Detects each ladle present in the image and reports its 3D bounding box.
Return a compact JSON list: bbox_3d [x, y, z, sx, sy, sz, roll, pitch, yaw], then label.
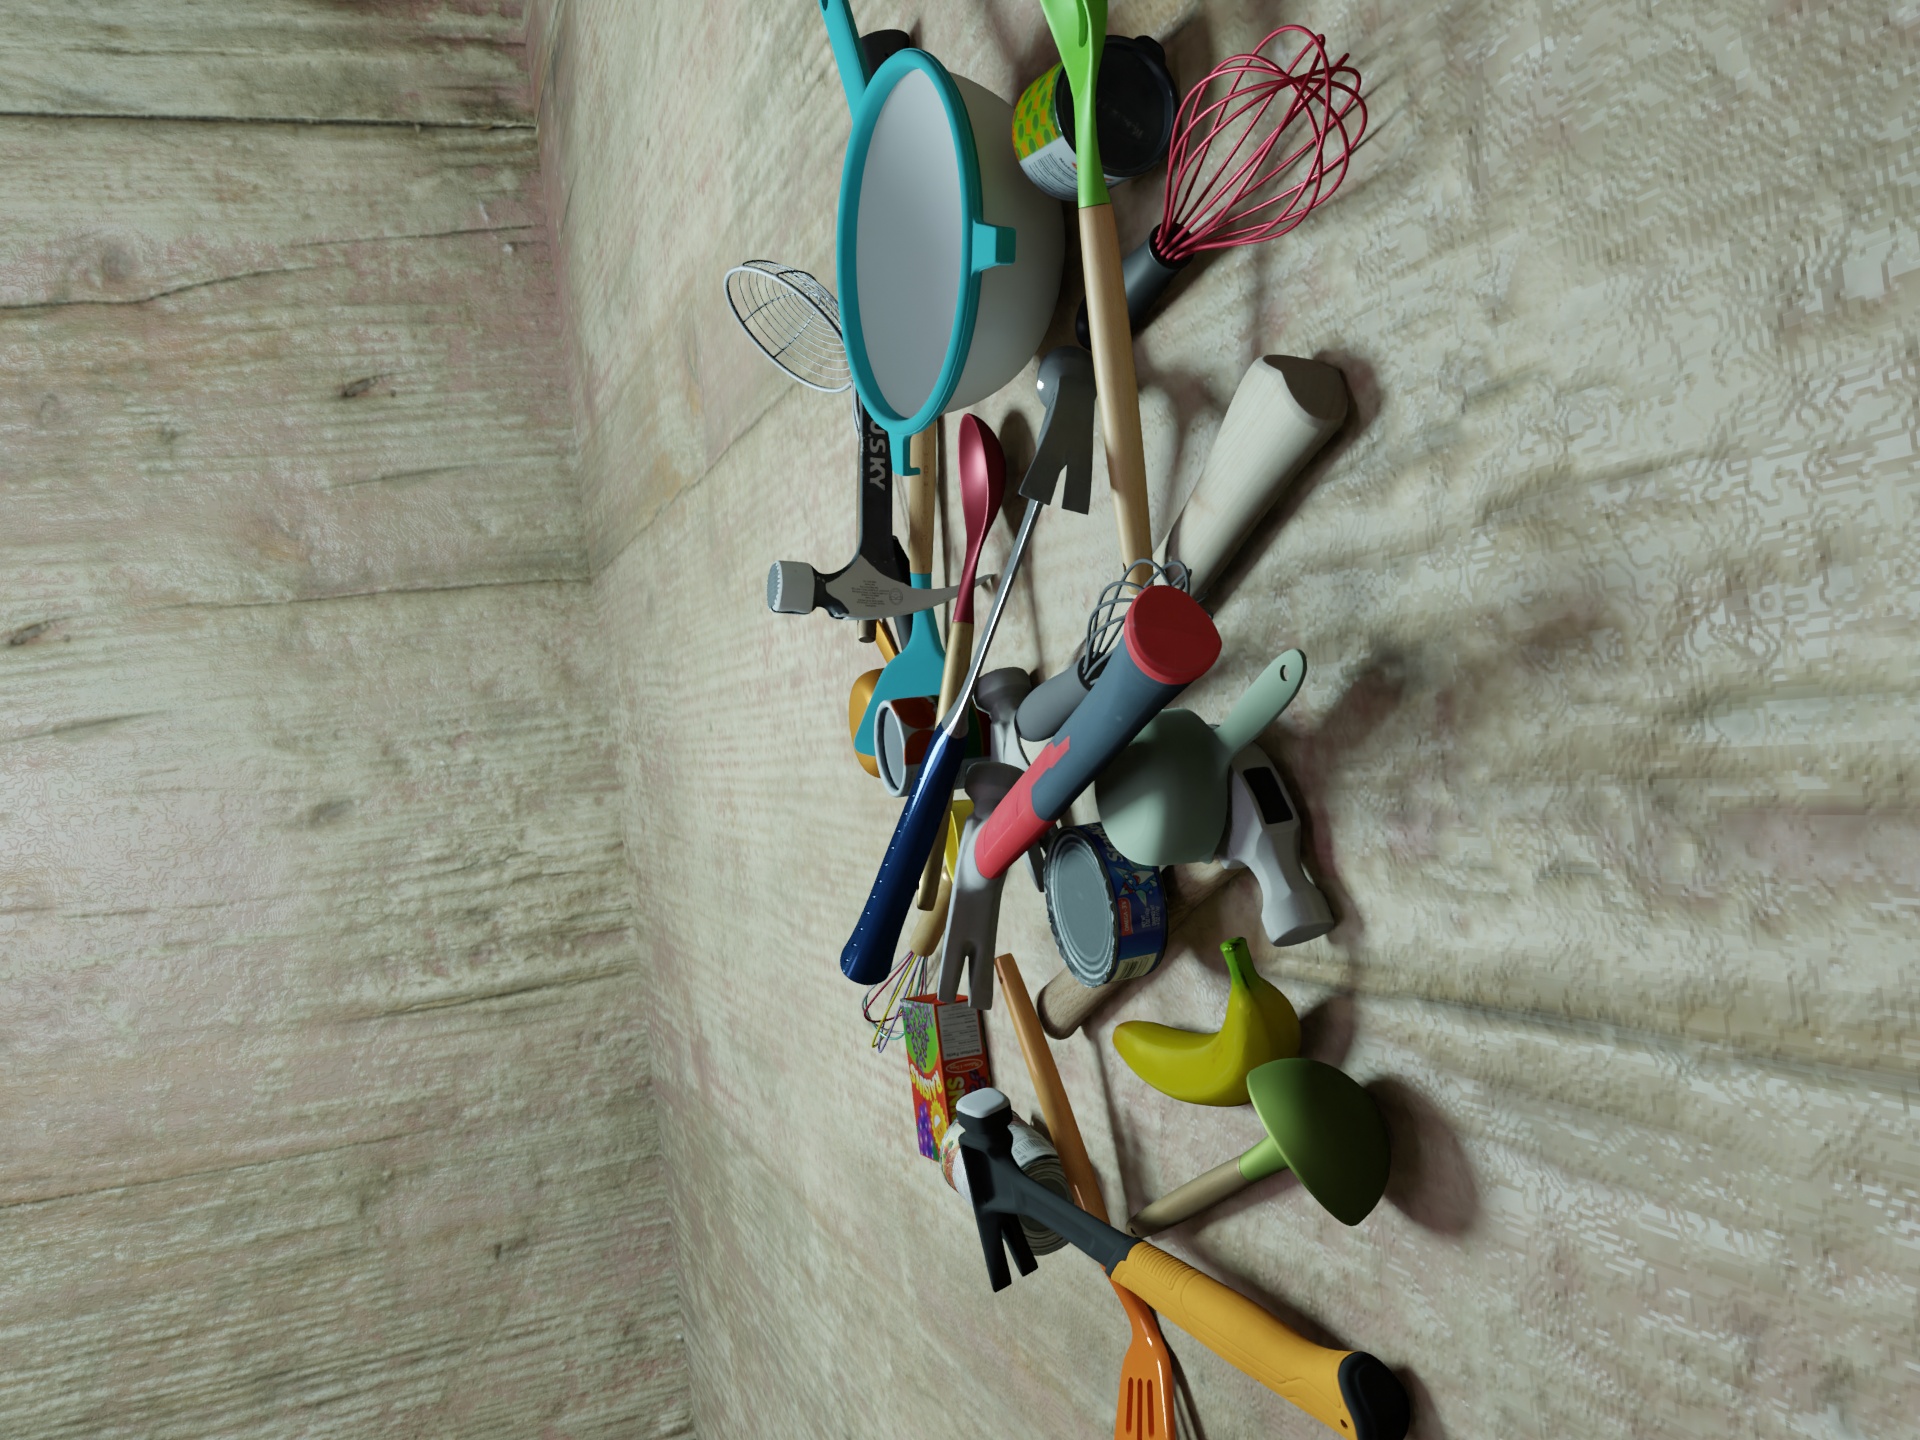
[{"bbox_3d":[0.130,0.239,0.809,0.078,0.062,0.320,55,154,15],"label":"ladle"},{"bbox_3d":[-0.002,-0.036,1.008,0.069,0.031,0.315,-177,95,-77],"label":"ladle"}]

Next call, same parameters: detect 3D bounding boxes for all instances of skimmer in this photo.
[{"bbox_3d":[-0.099,-0.185,1.218,0.127,0.090,0.363,117,139,-71],"label":"skimmer"}]

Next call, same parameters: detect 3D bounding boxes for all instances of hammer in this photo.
[{"bbox_3d":[-0.051,-0.268,1.069,0.036,0.149,0.409,164,108,-69],"label":"hammer"},{"bbox_3d":[0.104,0.303,0.846,0.337,0.034,0.127,10,114,58],"label":"hammer"},{"bbox_3d":[-0.001,-0.003,0.902,0.144,0.035,0.405,-82,11,-58],"label":"hammer"},{"bbox_3d":[0.043,0.043,0.762,0.386,0.038,0.143,120,160,-70],"label":"hammer"},{"bbox_3d":[0.095,-0.042,0.837,0.410,0.038,0.146,123,135,-60],"label":"hammer"},{"bbox_3d":[0.101,0.109,0.875,0.331,0.031,0.130,119,139,-58],"label":"hammer"}]

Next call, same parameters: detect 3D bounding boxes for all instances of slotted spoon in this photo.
[{"bbox_3d":[0.066,-0.212,0.738,0.070,0.031,0.313,-123,23,-73],"label":"slotted spoon"}]

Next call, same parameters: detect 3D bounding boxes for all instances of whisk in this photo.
[{"bbox_3d":[-0.035,0.187,1.256,0.051,0.047,0.244,57,145,29],"label":"whisk"},{"bbox_3d":[0.104,-0.226,0.730,0.296,0.073,0.073,156,106,-76],"label":"whisk"},{"bbox_3d":[0.067,-0.026,0.806,0.239,0.055,0.055,136,124,-69],"label":"whisk"}]

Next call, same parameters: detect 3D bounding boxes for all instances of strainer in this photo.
[{"bbox_3d":[-0.012,-0.327,0.950,0.211,0.095,0.341,121,140,-55],"label":"strainer"}]

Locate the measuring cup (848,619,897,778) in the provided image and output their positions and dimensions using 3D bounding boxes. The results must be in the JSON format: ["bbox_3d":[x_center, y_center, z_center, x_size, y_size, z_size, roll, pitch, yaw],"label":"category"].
[{"bbox_3d":[-0.068,-0.028,1.250,0.095,0.052,0.174,104,149,-44],"label":"measuring cup"}]

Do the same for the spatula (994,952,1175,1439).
[{"bbox_3d":[0.072,0.299,0.969,0.081,0.041,0.323,-42,65,62],"label":"spatula"}]

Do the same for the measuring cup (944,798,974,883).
[{"bbox_3d":[-0.003,0.078,1.167,0.156,0.029,0.062,-150,54,-79],"label":"measuring cup"}]

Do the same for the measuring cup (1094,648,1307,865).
[{"bbox_3d":[0.106,0.012,0.730,0.167,0.038,0.083,122,138,-57],"label":"measuring cup"}]

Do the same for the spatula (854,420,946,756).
[{"bbox_3d":[-0.031,-0.130,1.130,0.082,0.044,0.317,6,102,25],"label":"spatula"}]

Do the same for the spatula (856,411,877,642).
[{"bbox_3d":[-0.066,-0.205,1.158,0.059,0.018,0.316,134,139,-64],"label":"spatula"}]
